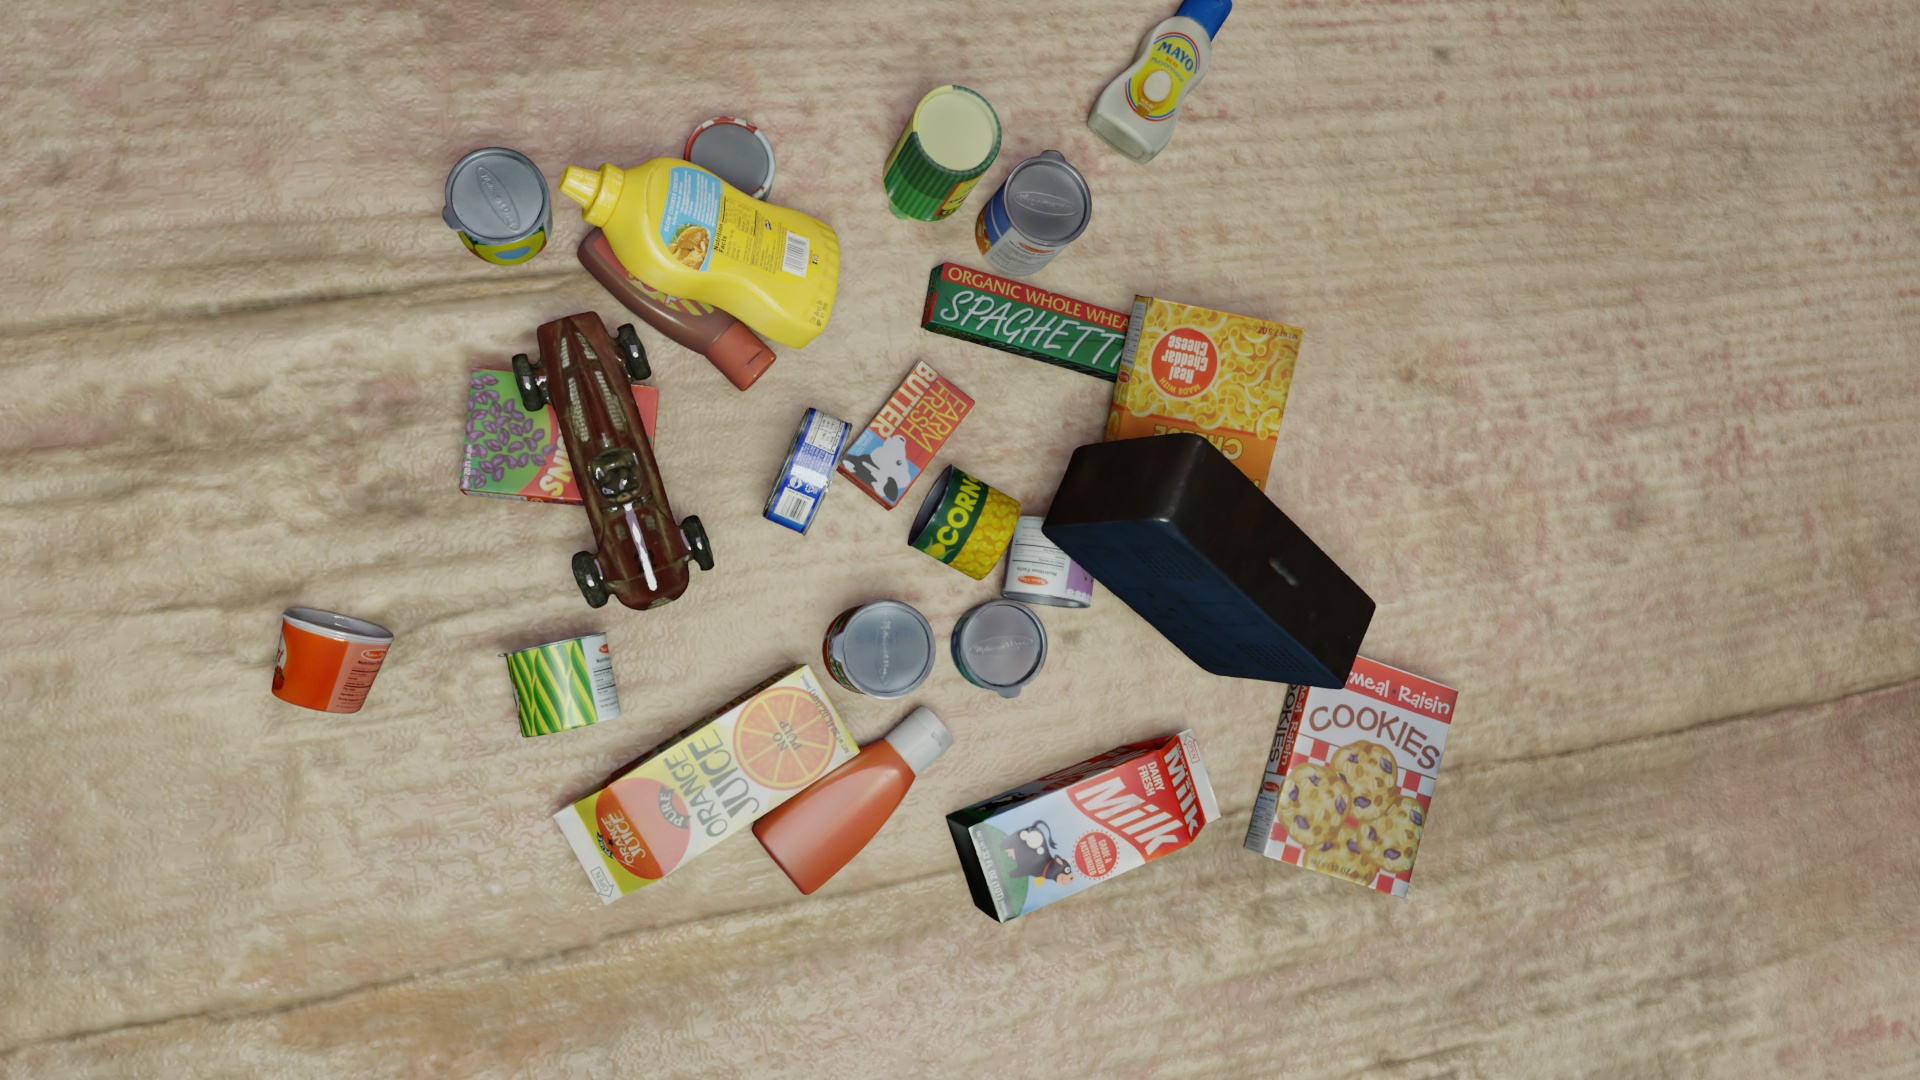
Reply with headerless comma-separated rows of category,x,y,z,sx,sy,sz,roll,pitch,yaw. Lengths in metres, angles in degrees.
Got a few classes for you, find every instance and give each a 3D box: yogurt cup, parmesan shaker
yogurt cup,-0.406,0.078,0.892,0.072,0.072,0.054,17,90,-12
parmesan shaker,-0.016,-0.274,0.999,0.071,0.103,0.071,1,85,-14

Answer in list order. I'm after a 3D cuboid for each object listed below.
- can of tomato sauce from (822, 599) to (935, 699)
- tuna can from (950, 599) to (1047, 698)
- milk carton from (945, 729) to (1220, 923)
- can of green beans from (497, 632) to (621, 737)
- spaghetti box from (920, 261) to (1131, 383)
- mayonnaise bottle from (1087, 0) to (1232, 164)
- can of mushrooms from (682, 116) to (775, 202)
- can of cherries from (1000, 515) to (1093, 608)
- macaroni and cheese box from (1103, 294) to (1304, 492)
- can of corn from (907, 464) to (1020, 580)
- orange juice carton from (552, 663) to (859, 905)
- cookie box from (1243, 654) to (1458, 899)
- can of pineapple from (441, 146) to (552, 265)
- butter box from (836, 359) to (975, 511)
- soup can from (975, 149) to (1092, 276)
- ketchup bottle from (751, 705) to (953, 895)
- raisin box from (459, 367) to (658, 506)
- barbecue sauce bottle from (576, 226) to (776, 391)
can of tomato sauce,-0.060,0.076,0.966,0.071,0.083,0.071,1,85,-13
tuna can,0.028,0.079,1.013,0.071,0.033,0.071,1,85,-14
milk carton,0.094,0.200,0.997,0.191,0.073,0.072,-18,89,-15
can of green beans,-0.264,0.096,0.923,0.071,0.071,0.058,-11,89,-14
spaghetti box,0.095,-0.153,1.054,0.250,0.028,0.050,14,82,-12
mayonnaise bottle,0.161,-0.369,1.083,0.065,0.041,0.148,34,79,-7
can of mushrooms,-0.169,-0.267,0.997,0.071,0.033,0.071,1,85,-14
can of cherries,0.066,0.017,1.014,0.071,0.071,0.058,10,82,-13
macaroni and cheese box,0.175,-0.089,1.038,0.124,0.040,0.166,10,100,-12
can of corn,0.004,-0.012,0.996,0.058,0.071,0.071,28,79,-11
orange juice carton,-0.171,0.162,0.936,0.193,0.073,0.072,-31,93,-14
cookie box,0.301,0.175,1.069,0.123,0.040,0.167,19,82,-12
can of pineapple,-0.314,-0.226,0.944,0.071,0.058,0.071,1,84,-13
butter box,-0.040,-0.077,1.015,0.053,0.024,0.104,39,77,-7
soup can,0.053,-0.239,1.023,0.071,0.083,0.071,1,85,-14
ketchup bottle,-0.071,0.177,0.973,0.149,0.043,0.064,-39,109,-14
raisin box,-0.272,-0.068,0.950,0.123,0.040,0.086,5,84,-12
barbecue sauce bottle,-0.195,-0.169,0.976,0.148,0.043,0.065,44,66,-7
